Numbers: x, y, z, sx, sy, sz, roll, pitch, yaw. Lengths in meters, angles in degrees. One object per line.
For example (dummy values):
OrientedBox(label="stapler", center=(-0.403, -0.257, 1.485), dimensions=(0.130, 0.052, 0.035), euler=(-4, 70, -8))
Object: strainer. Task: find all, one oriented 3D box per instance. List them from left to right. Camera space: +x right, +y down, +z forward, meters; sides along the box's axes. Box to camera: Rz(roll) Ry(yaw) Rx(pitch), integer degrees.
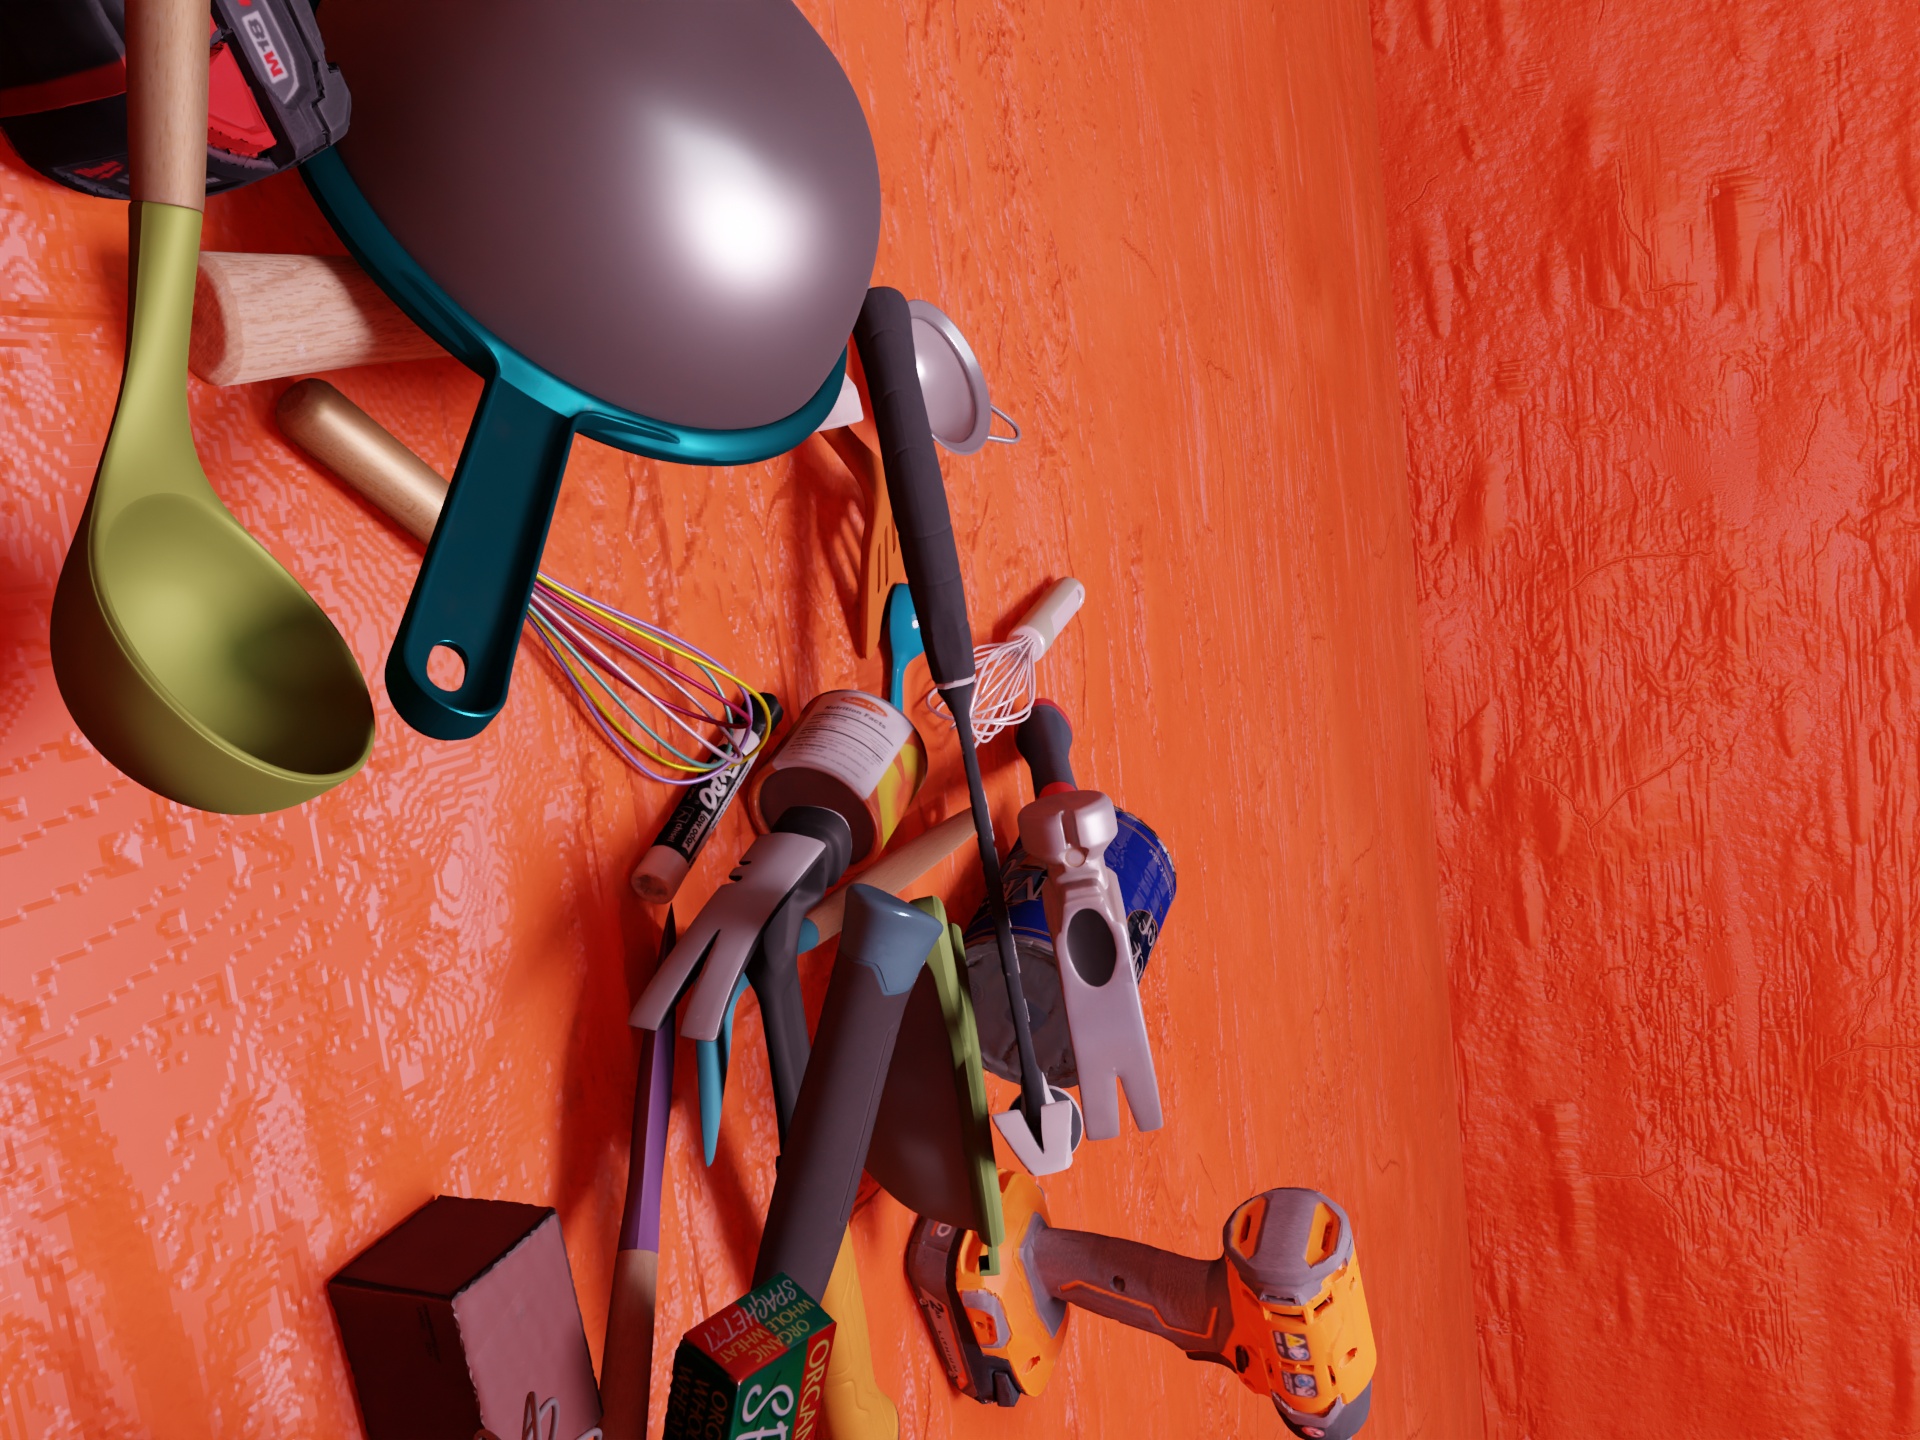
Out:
OrientedBox(label="strainer", center=(-0.098, -0.145, 0.464), dimensions=(0.210, 0.095, 0.341), euler=(30, 41, -29))
OrientedBox(label="strainer", center=(-0.050, -0.208, 0.794), dimensions=(0.258, 0.050, 0.087), euler=(41, 43, -50))
OrientedBox(label="strainer", center=(-0.026, 0.146, 0.707), dimensions=(0.256, 0.069, 0.152), euler=(81, 0, -57))

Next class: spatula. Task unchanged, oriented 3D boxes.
OrientedBox(label="spatula", center=(-0.114, 0.210, 0.550), dimensions=(0.059, 0.018, 0.316), euler=(106, -14, -57))
OrientedBox(label="spatula", center=(-0.087, -0.163, 0.732), dimensions=(0.322, 0.041, 0.081), euler=(58, 36, -39))
OrientedBox(label="spatula", center=(-0.050, 0.094, 0.742), dimensions=(0.317, 0.044, 0.082), euler=(-30, 122, -60))

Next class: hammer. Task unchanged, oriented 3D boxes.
OrientedBox(label="hammer", center=(-0.134, -0.153, 0.566), dimensions=(0.331, 0.031, 0.130), euler=(-31, 113, -60))
OrientedBox(label="hammer", center=(-0.064, 0.215, 0.583), dimensions=(0.128, 0.033, 0.331), euler=(-1, 109, -54))
OrientedBox(label="hammer", center=(-0.063, 0.208, 0.658), dimensions=(0.127, 0.034, 0.336), euler=(-56, 146, -54))
OrientedBox(label="hammer", center=(-0.001, -0.002, 0.715), dimensions=(0.149, 0.036, 0.409), euler=(70, 9, -79))
OrientedBox(label="hammer", center=(0.054, 0.065, 0.807), dimensions=(0.386, 0.038, 0.143), euler=(-89, 168, -79))

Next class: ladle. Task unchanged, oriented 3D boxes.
OrientedBox(label="ladle", center=(-0.161, -0.138, 0.345), dimensions=(0.078, 0.062, 0.320), euler=(-37, 131, -79))

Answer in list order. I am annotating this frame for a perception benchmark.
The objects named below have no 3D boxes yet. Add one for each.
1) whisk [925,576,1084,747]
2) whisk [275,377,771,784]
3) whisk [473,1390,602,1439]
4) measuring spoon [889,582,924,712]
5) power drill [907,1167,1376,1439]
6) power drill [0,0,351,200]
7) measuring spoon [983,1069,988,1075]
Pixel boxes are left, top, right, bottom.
OrientedBox(label="whisk", center=(0.038, -0.043, 0.955), dimensions=(0.246, 0.059, 0.057), euler=(-50, 144, -62))
OrientedBox(label="whisk", center=(-0.143, -0.043, 0.571), dimensions=(0.244, 0.047, 0.051), euler=(46, 47, -50))
OrientedBox(label="whisk", center=(-0.126, 0.248, 0.455), dimensions=(0.238, 0.055, 0.055), euler=(108, 2, -49))
OrientedBox(label="measuring spoon", center=(-0.025, -0.009, 0.837), dimensions=(0.042, 0.021, 0.129), euler=(30, 61, -77))
OrientedBox(label="power drill", center=(0.101, 0.314, 0.830), dimensions=(0.084, 0.226, 0.164), euler=(-58, 138, -51))
OrientedBox(label="power drill", center=(-0.238, -0.114, 0.339), dimensions=(0.227, 0.080, 0.187), euler=(-59, 141, -45))
OrientedBox(label="measuring spoon", center=(-0.008, 0.216, 0.871), dimensions=(0.117, 0.011, 0.021), euler=(-53, 133, -49))
